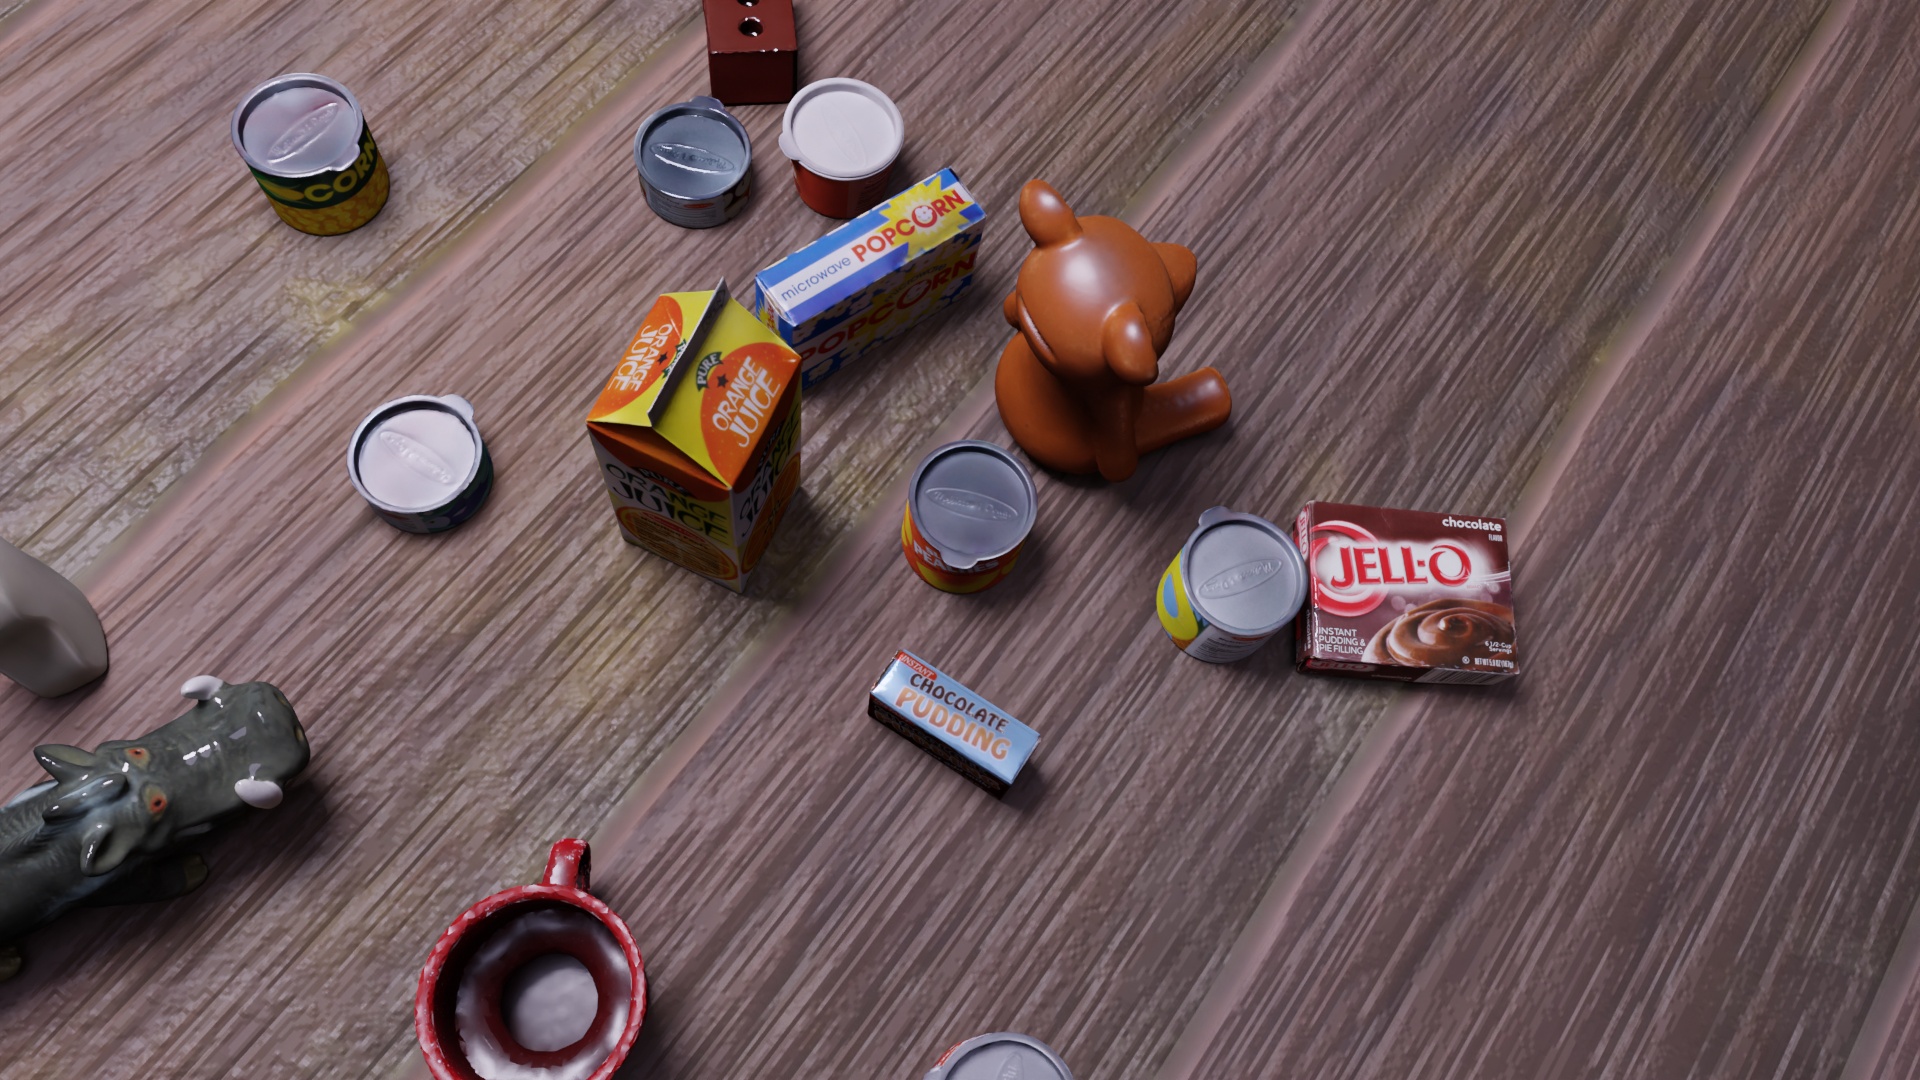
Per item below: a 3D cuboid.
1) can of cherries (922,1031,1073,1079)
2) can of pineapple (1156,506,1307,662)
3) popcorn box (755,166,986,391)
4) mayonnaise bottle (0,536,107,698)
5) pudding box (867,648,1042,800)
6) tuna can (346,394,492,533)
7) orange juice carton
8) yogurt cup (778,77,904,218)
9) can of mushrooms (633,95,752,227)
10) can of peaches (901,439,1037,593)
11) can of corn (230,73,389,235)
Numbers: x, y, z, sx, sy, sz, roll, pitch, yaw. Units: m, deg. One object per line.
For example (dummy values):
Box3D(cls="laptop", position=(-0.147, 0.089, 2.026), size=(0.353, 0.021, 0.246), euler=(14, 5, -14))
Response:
Box3D(cls="can of cherries", position=(0.014, 0.256, 0.627), size=(0.071, 0.058, 0.072), euler=(2, 69, -6))
Box3D(cls="can of pineapple", position=(0.141, 0.024, 0.731), size=(0.071, 0.057, 0.071), euler=(2, 69, -6))
Box3D(cls="popcorn box", position=(-0.050, -0.139, 0.755), size=(0.127, 0.085, 0.038), euler=(-33, 77, -17))
Box3D(cls="mayonnaise bottle", position=(-0.433, 0.023, 0.613), size=(0.041, 0.147, 0.065), euler=(-29, 76, -16))
Box3D(cls="pudding box", position=(-0.004, 0.092, 0.692), size=(0.084, 0.049, 0.030), euler=(32, 69, 6))
Box3D(cls="tuna can", position=(-0.276, -0.041, 0.718), size=(0.071, 0.032, 0.071), euler=(2, 69, -6))
Box3D(cls="orange juice carton", position=(-0.122, -0.048, 0.654), size=(0.073, 0.192, 0.072), euler=(24, 69, 2))
Box3D(cls="yogurt cup", position=(-0.068, -0.223, 0.802), size=(0.072, 0.053, 0.072), euler=(2, 69, -6))
Box3D(cls="can of mushrooms", position=(-0.152, -0.218, 0.800), size=(0.071, 0.033, 0.071), euler=(2, 69, -6))
Box3D(cls="can of peaches", position=(0.003, -0.009, 0.727), size=(0.071, 0.058, 0.071), euler=(2, 69, -6))
Box3D(cls="can of corn", position=(-0.351, -0.208, 0.759), size=(0.071, 0.058, 0.071), euler=(2, 69, -6))
